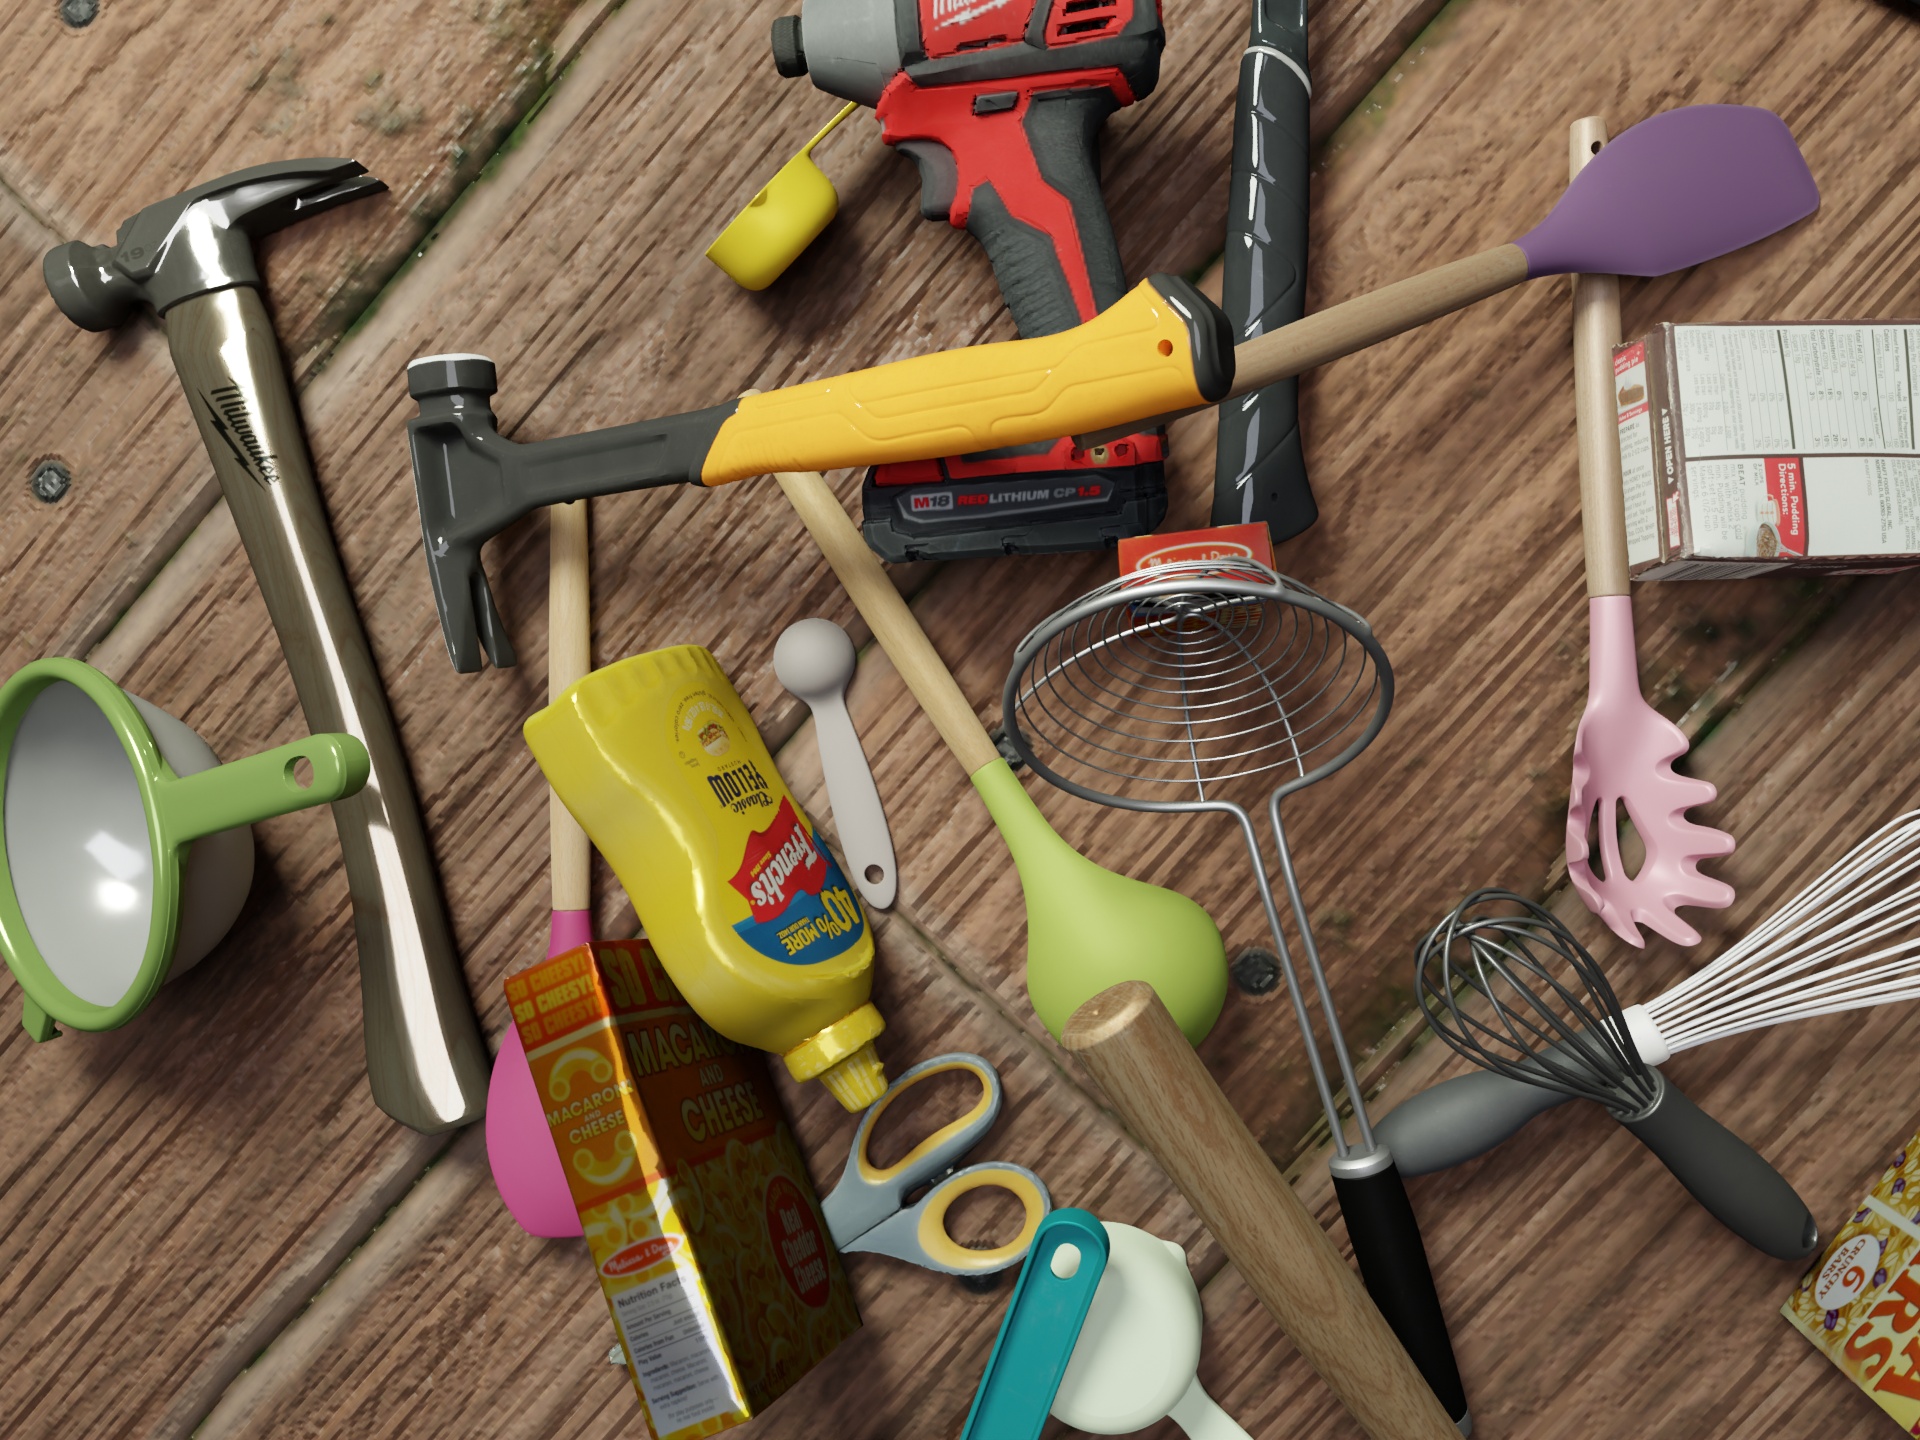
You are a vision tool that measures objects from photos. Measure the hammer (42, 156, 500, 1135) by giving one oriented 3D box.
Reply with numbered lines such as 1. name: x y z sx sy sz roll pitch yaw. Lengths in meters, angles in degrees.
1. hammer: -0.260 -0.031 0.672 0.146 0.038 0.411 -18 87 6

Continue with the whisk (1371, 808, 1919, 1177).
1. whisk: 0.280 0.103 0.589 0.284 0.070 0.070 -28 86 11

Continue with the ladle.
1. ladle: -0.001 -0.002 0.640 0.078 0.062 0.320 -35 78 9

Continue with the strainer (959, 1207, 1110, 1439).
1. strainer: -0.015 0.345 0.580 0.211 0.095 0.340 20 101 9

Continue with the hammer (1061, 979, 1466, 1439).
1. hammer: 0.137 0.224 0.562 0.130 0.031 0.331 -33 105 13

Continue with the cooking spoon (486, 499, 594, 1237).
1. cooking spoon: -0.162 0.053 0.660 0.068 0.017 0.319 0 86 -13

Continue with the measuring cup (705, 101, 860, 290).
1. measuring cup: -0.038 -0.232 0.637 0.156 0.062 0.029 -44 106 1

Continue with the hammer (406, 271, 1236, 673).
1. hammer: -0.065 -0.095 0.572 0.337 0.034 0.127 -5 94 28

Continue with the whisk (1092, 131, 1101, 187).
1. whisk: 0.034 -0.336 0.629 0.073 0.073 0.296 -2 95 8

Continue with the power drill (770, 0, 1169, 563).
1. power drill: 0.008 -0.174 0.593 0.143 0.078 0.219 -3 102 7

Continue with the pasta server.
1. pasta server: 0.249 -0.075 0.602 0.060 0.040 0.316 -1 88 -8

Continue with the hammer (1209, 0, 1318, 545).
1. hammer: 0.118 -0.268 0.606 0.149 0.036 0.409 1 94 -19

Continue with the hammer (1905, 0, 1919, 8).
1. hammer: 0.355 -0.291 0.592 0.335 0.035 0.146 30 94 7

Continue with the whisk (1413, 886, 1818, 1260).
1. whisk: 0.234 0.132 0.550 0.238 0.055 0.055 39 95 -25

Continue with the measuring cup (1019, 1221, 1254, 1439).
1. measuring cup: 0.088 0.272 0.617 0.083 0.038 0.167 -44 82 5

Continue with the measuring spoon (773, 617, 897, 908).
1. measuring spoon: -0.049 0.018 0.651 0.034 0.018 0.124 -17 88 7

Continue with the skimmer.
1. skimmer: 0.119 0.115 0.551 0.127 0.090 0.363 -15 102 21

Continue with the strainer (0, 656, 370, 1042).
1. strainer: -0.297 0.037 0.629 0.256 0.069 0.151 -14 87 33

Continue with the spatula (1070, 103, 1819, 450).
1. spatula: 0.180 -0.161 0.580 0.316 0.018 0.060 -24 86 -12
